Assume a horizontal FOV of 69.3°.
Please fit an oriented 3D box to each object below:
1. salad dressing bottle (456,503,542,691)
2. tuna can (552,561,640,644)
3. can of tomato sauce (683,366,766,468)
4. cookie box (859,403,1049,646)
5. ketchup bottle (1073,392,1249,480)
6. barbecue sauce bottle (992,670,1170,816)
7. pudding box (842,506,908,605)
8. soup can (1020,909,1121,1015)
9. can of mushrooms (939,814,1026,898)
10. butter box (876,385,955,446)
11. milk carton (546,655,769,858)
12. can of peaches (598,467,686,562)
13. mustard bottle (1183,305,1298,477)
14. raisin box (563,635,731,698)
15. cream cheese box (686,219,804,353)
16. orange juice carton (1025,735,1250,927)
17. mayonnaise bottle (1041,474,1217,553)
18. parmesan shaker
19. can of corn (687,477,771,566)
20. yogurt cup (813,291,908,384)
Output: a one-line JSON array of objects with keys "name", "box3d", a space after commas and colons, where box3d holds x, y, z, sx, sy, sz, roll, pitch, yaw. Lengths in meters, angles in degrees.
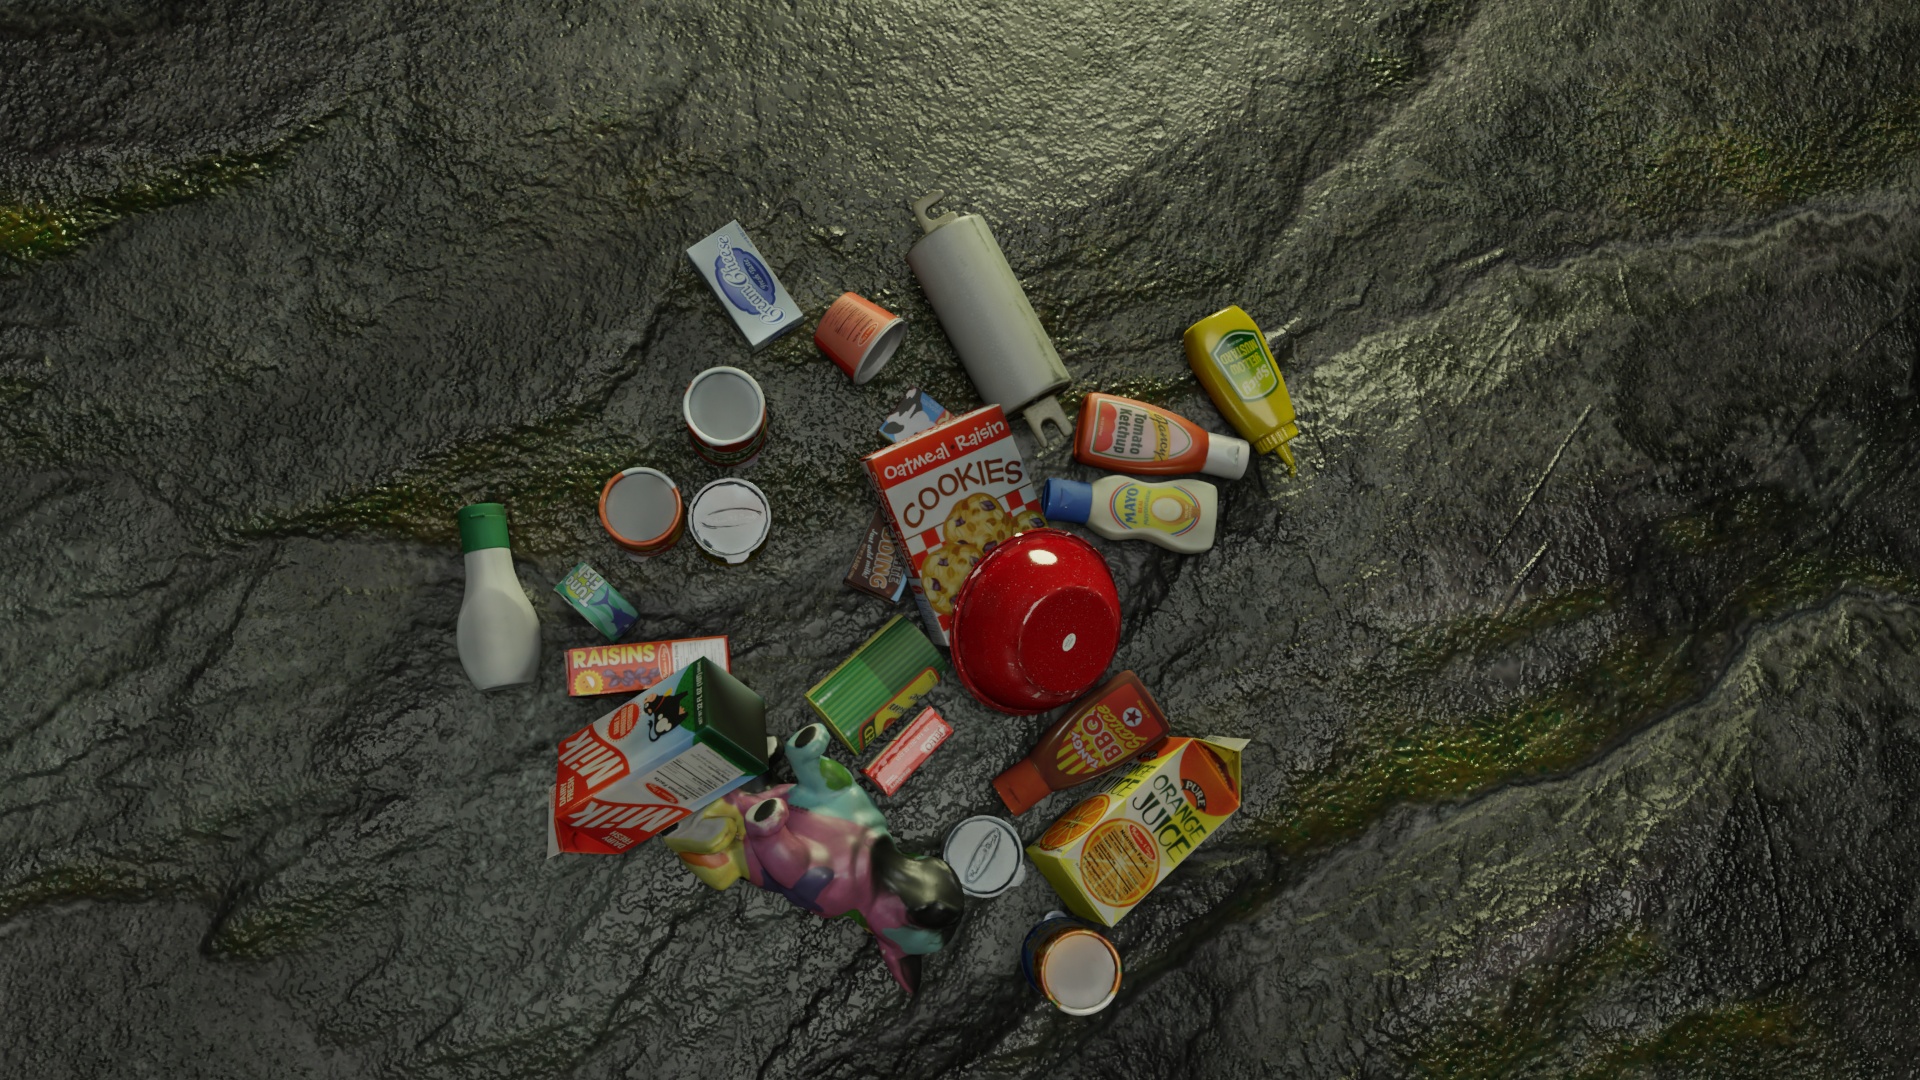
[{"name": "salad dressing bottle", "box3d": [-0.375, 0.045, 1.115, 0.064, 0.044, 0.148, -10, 81, -8]}, {"name": "tuna can", "box3d": [-0.292, 0.049, 1.111, 0.071, 0.071, 0.033, 42, 77, 0]}, {"name": "can of tomato sauce", "box3d": [-0.193, -0.099, 1.143, 0.071, 0.083, 0.071, 1, 81, -8]}, {"name": "cookie box", "box3d": [0.004, -0.014, 1.154, 0.123, 0.040, 0.167, -25, 98, -20]}, {"name": "ketchup bottle", "box3d": [0.176, -0.085, 1.214, 0.149, 0.043, 0.065, 11, 82, -7]}, {"name": "barbecue sauce bottle", "box3d": [0.097, 0.172, 1.150, 0.148, 0.043, 0.065, -34, 92, -1]}, {"name": "pudding box", "box3d": [-0.060, 0.007, 1.172, 0.050, 0.030, 0.084, 25, 78, -5]}, {"name": "soup can", "box3d": [0.087, 0.336, 1.111, 0.071, 0.083, 0.071, 1, 80, -8]}, {"name": "can of mushrooms", "box3d": [0.019, 0.260, 1.140, 0.071, 0.033, 0.071, 1, 80, -8]}, {"name": "butter box", "box3d": [-0.016, -0.081, 1.196, 0.103, 0.024, 0.053, 37, 78, -1]}, {"name": "milk carton", "box3d": [-0.245, 0.174, 1.064, 0.190, 0.073, 0.073, -31, 41, 15]}, {"name": "can of peaches", "box3d": [-0.259, -0.021, 1.134, 0.071, 0.058, 0.071, 1, 80, -8]}, {"name": "mustard bottle", "box3d": [0.259, -0.128, 1.230, 0.065, 0.048, 0.160, -29, 86, -10]}, {"name": "raisin box", "box3d": [-0.245, 0.101, 1.101, 0.123, 0.086, 0.040, -5, 84, -9]}, {"name": "cream cheese box", "box3d": [-0.185, -0.218, 1.194, 0.053, 0.024, 0.104, -35, 87, -11]}, {"name": "orange juice carton", "box3d": [0.155, 0.221, 1.134, 0.193, 0.071, 0.073, -38, 96, -20]}, {"name": "mayonnaise bottle", "box3d": [0.146, -0.027, 1.201, 0.148, 0.041, 0.065, 7, 82, -8]}, {"name": "parmesan shaker", "box3d": [-0.067, 0.116, 1.131, 0.103, 0.071, 0.071, -41, 88, -12]}, {"name": "can of corn", "box3d": [-0.189, -0.012, 1.142, 0.071, 0.058, 0.071, 1, 81, -8]}, {"name": "yogurt cup", "box3d": [-0.088, -0.174, 1.182, 0.054, 0.072, 0.072, 37, 78, 7]}]
